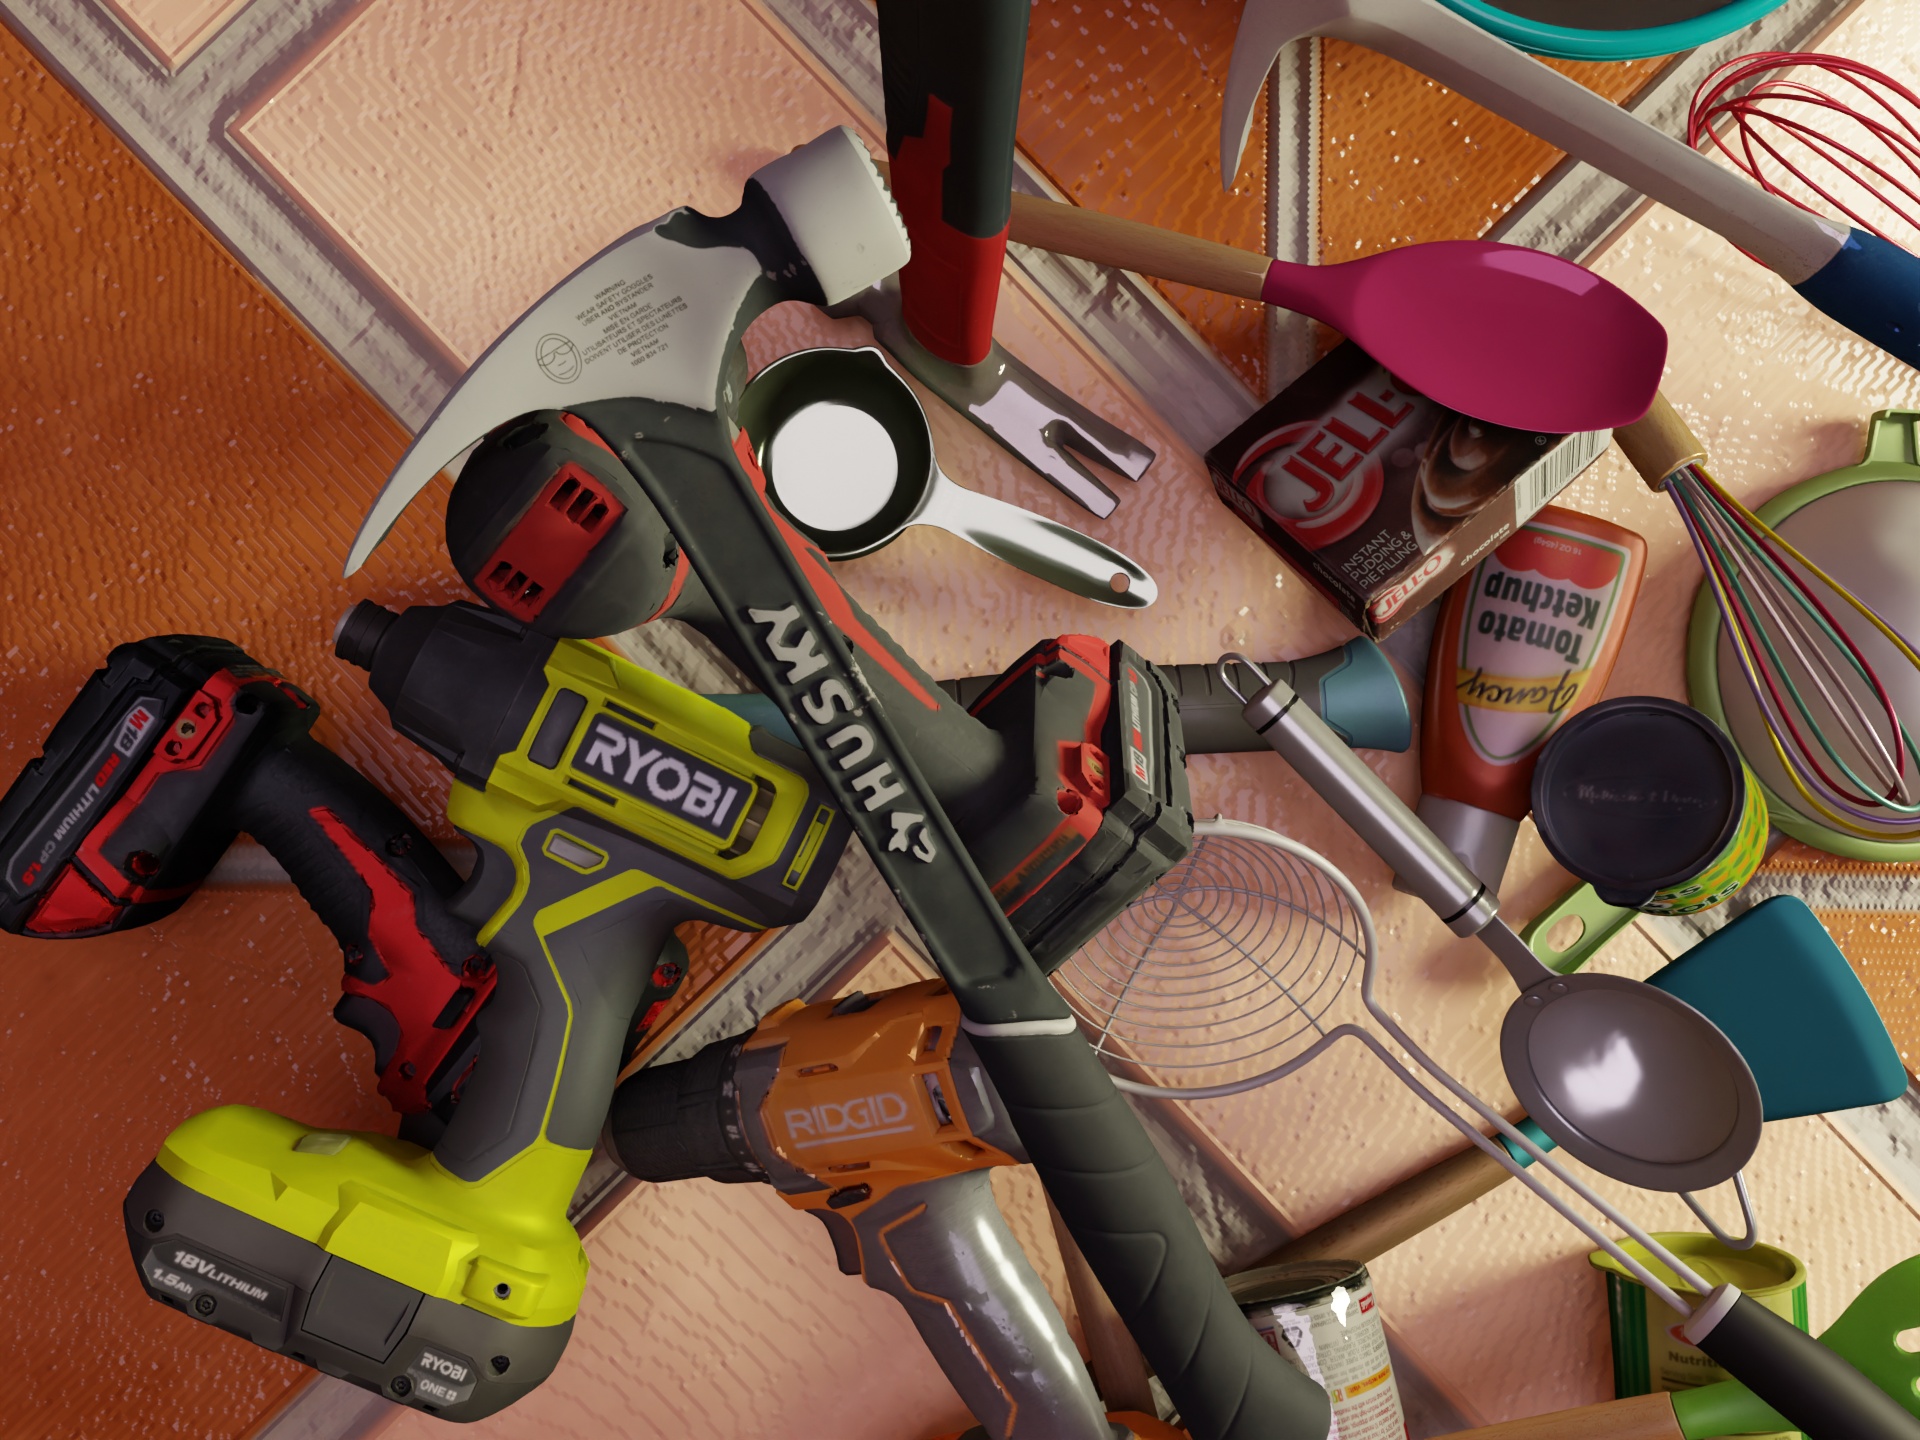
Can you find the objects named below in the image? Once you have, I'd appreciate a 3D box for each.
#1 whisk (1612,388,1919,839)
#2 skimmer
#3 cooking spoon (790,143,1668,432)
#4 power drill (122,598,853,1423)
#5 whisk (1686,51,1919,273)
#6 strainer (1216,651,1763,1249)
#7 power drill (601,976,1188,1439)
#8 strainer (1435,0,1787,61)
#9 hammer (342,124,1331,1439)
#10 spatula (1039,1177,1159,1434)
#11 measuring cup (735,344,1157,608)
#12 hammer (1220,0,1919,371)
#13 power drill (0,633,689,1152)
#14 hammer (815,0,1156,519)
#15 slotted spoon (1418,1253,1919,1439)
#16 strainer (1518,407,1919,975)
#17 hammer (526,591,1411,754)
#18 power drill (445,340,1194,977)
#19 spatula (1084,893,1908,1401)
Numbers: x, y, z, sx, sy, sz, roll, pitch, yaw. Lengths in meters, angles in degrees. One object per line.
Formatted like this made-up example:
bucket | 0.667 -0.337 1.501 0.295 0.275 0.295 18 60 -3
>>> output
whisk | 0.258 -0.066 0.551 0.051 0.047 0.245 -15 65 -22
skimmer | 0.174 0.159 0.504 0.363 0.090 0.127 39 125 24
cooking spoon | 0.084 -0.162 0.562 0.319 0.017 0.069 19 74 14
power drill | -0.153 0.082 0.502 0.171 0.080 0.223 26 84 -7
whisk | 0.387 -0.149 0.582 0.295 0.073 0.073 31 89 -6
strainer | 0.181 0.069 0.542 0.258 0.087 0.050 46 49 2
power drill | -0.023 0.203 0.546 0.185 0.084 0.226 -17 94 30
strainer | 0.273 -0.308 0.564 0.340 0.095 0.211 16 92 -2
hammer | 0.002 0.068 0.424 0.149 0.036 0.408 -29 110 0
spatula | 0.066 0.258 0.573 0.060 0.018 0.316 -15 96 21
measuring cup | -0.006 -0.078 0.587 0.167 0.038 0.083 24 89 -2
hammer | 0.276 -0.159 0.537 0.405 0.144 0.035 25 59 -9
power drill | -0.223 0.079 0.566 0.219 0.078 0.143 35 89 -3
hammer | 0.009 -0.133 0.412 0.143 0.386 0.038 38 89 0
slotted spoon | 0.217 0.243 0.536 0.314 0.031 0.070 -23 77 21
strainer | 0.308 0.011 0.570 0.256 0.069 0.151 -39 90 -2
hammer | -0.001 -0.002 0.587 0.331 0.033 0.128 -3 88 0
power drill | -0.037 -0.039 0.498 0.226 0.188 0.080 38 114 -16
spatula | 0.179 0.172 0.580 0.317 0.044 0.082 -30 88 0
